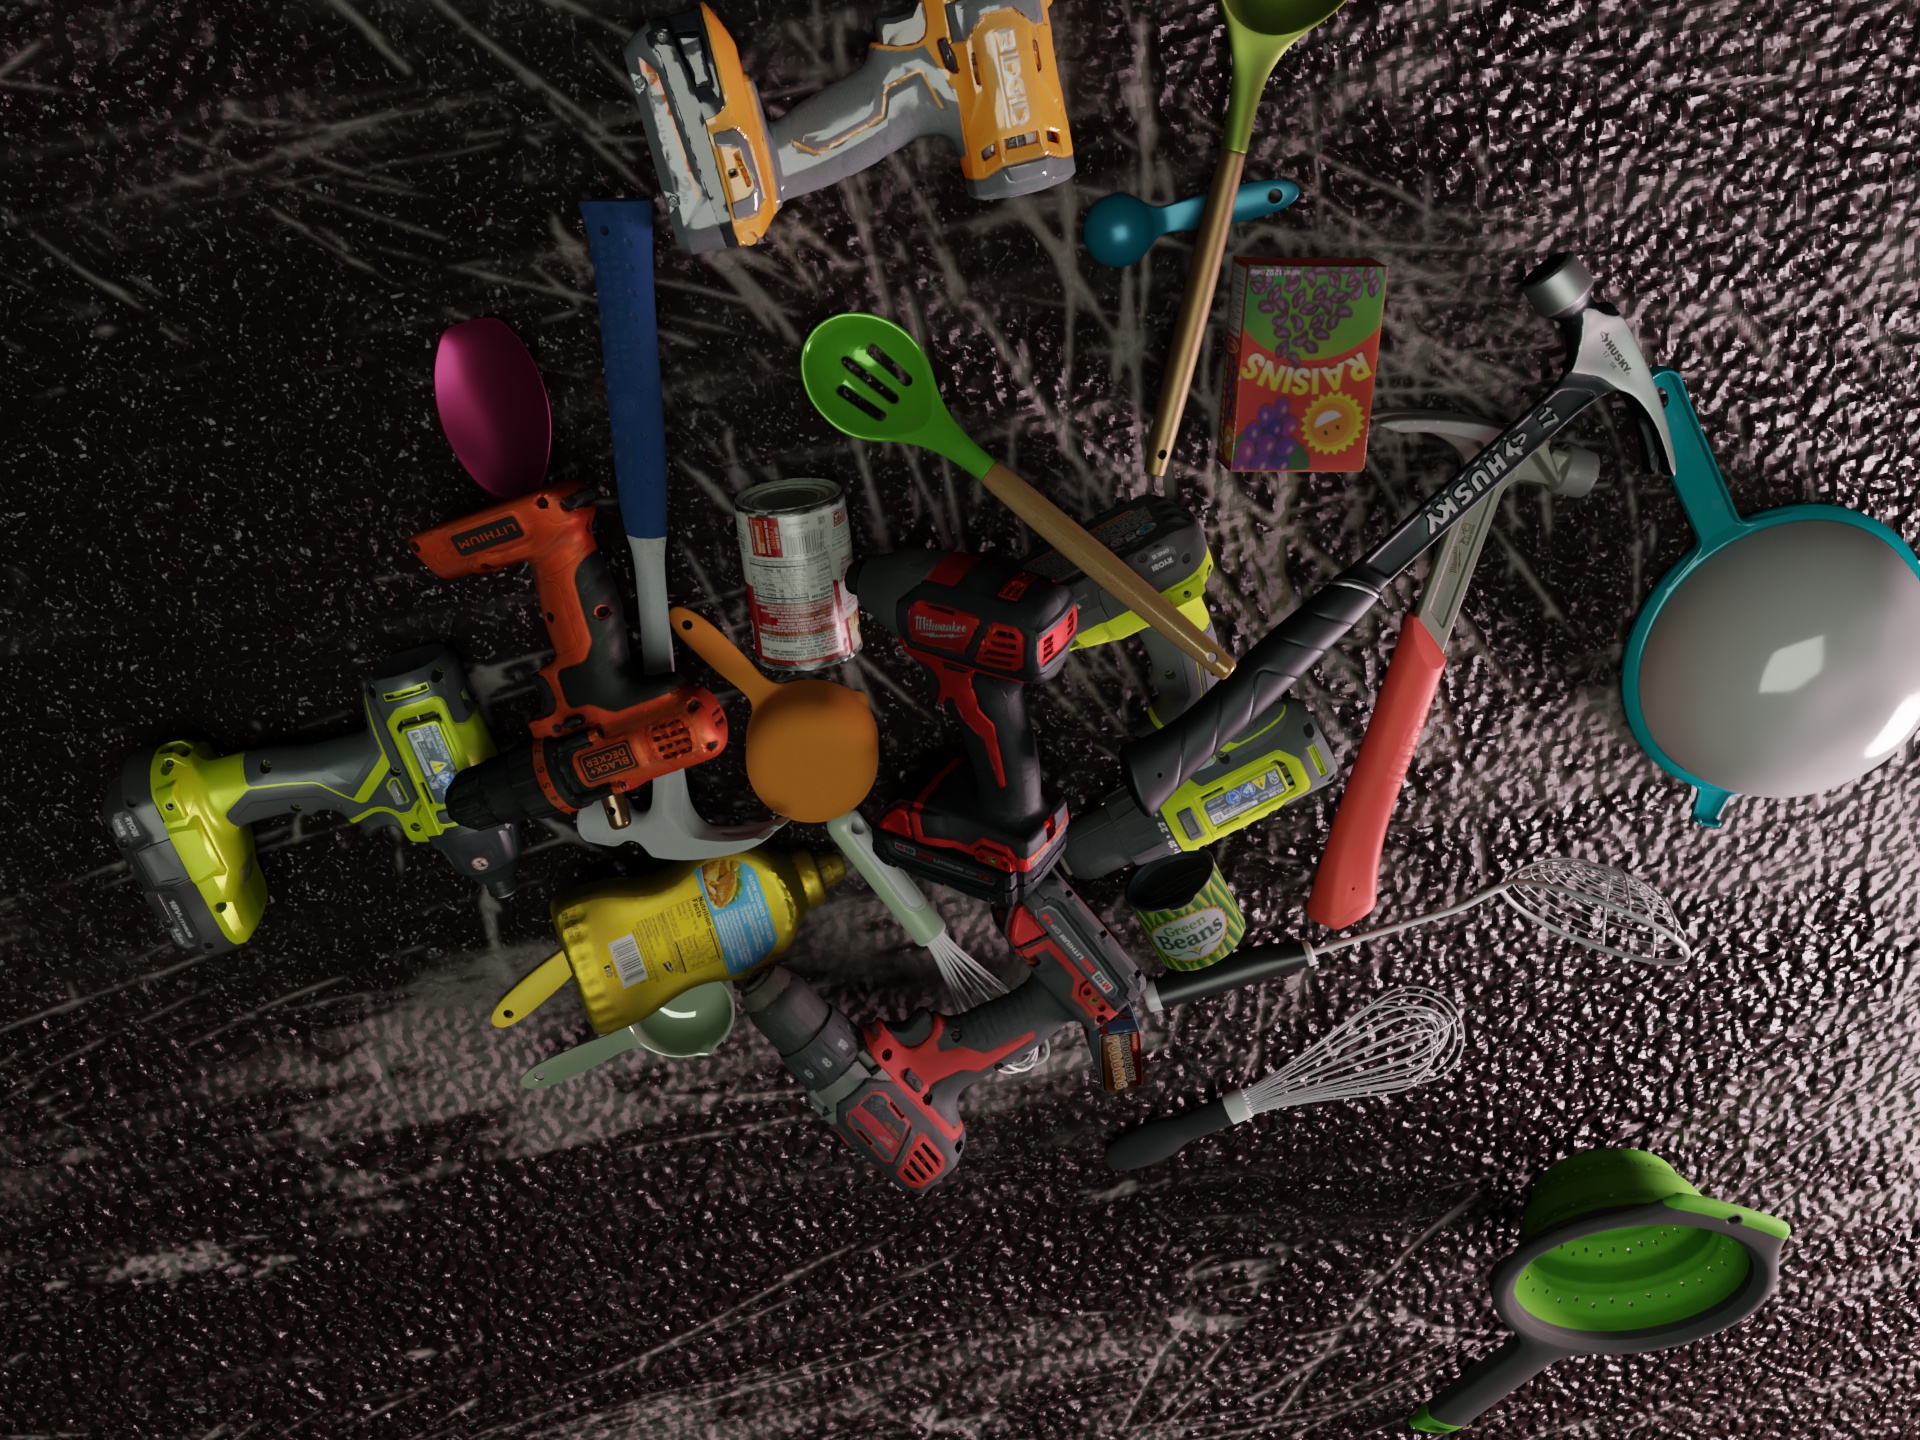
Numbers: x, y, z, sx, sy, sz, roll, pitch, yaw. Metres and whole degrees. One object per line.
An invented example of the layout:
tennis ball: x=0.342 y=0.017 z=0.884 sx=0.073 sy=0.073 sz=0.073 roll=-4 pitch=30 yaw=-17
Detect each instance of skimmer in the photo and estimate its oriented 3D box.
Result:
skimmer: x=0.312 y=0.174 z=1.115 sx=0.363 sy=0.090 sz=0.127 roll=-17 pitch=158 yaw=7

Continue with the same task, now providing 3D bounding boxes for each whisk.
whisk: x=0.234 y=0.272 z=1.177 sx=0.284 sy=0.070 sz=0.070 roll=-26 pitch=115 yaw=13
whisk: x=-0.015 y=0.154 z=1.104 sx=0.059 sy=0.058 sz=0.246 roll=-19 pitch=115 yaw=41

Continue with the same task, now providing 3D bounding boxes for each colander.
colander: x=0.473 y=0.450 z=1.270 sx=0.204 sy=0.095 sz=0.396 roll=18 pitch=130 yaw=-13

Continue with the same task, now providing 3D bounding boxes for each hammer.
hammer: x=-0.182 y=-0.101 z=0.957 sx=0.144 sy=0.035 sz=0.405 roll=8 pitch=113 yaw=22
hammer: x=0.254 y=-0.089 z=0.957 sx=0.409 sy=0.036 sz=0.149 roll=-42 pitch=104 yaw=1
hammer: x=0.288 y=-0.024 z=1.052 sx=0.149 sy=0.037 sz=0.359 roll=10 pitch=113 yaw=-9

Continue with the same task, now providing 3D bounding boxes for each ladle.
ladle: x=0.150 y=-0.290 z=0.890 sx=0.078 sy=0.062 sz=0.320 roll=8 pitch=110 yaw=-12

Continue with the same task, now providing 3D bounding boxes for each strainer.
strainer: x=0.520 y=-0.075 z=1.015 sx=0.211 sy=0.095 sz=0.340 roll=-32 pitch=115 yaw=10

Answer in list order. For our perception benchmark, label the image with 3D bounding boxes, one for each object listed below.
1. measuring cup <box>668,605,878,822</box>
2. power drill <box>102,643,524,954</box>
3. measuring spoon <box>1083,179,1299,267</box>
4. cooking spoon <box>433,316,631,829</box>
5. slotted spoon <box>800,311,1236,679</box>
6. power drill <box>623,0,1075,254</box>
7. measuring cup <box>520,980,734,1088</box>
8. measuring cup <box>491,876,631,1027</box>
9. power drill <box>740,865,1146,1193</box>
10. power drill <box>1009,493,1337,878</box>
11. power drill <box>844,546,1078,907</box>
measuring cup: x=-0.123 y=-0.004 z=1.015 sx=0.095 sy=0.052 sz=0.173 roll=-40 pitch=114 yaw=13
power drill: x=-0.400 y=0.061 z=1.011 sx=0.223 sy=0.080 sz=0.171 roll=-16 pitch=114 yaw=-1
measuring spoon: x=0.135 y=-0.292 z=0.921 sx=0.128 sy=0.021 sz=0.042 roll=-13 pitch=115 yaw=1
cooking spoon: x=-0.249 y=-0.082 z=0.963 sx=0.069 sy=0.017 sz=0.318 roll=-10 pitch=105 yaw=10
slotted spoon: x=0.035 y=-0.127 z=0.929 sx=0.314 sy=0.031 sz=0.070 roll=40 pitch=96 yaw=4
power drill: x=-0.061 y=-0.357 z=0.845 sx=0.226 sy=0.084 sz=0.185 roll=-14 pitch=115 yaw=-3
measuring cup: x=-0.235 y=0.213 z=1.117 sx=0.167 sy=0.038 sz=0.083 roll=-26 pitch=114 yaw=9
measuring cup: x=-0.268 y=0.169 z=1.095 sx=0.156 sy=0.029 sz=0.062 roll=-40 pitch=112 yaw=10
power drill: x=-0.013 y=0.183 z=1.052 sx=0.226 sy=0.080 sz=0.187 roll=-40 pitch=105 yaw=1
power drill: x=0.116 y=-0.010 z=1.022 sx=0.190 sy=0.080 sz=0.228 roll=-27 pitch=117 yaw=8
power drill: x=-0.002 y=-0.003 z=0.969 sx=0.143 sy=0.078 sz=0.219 roll=18 pitch=131 yaw=25
